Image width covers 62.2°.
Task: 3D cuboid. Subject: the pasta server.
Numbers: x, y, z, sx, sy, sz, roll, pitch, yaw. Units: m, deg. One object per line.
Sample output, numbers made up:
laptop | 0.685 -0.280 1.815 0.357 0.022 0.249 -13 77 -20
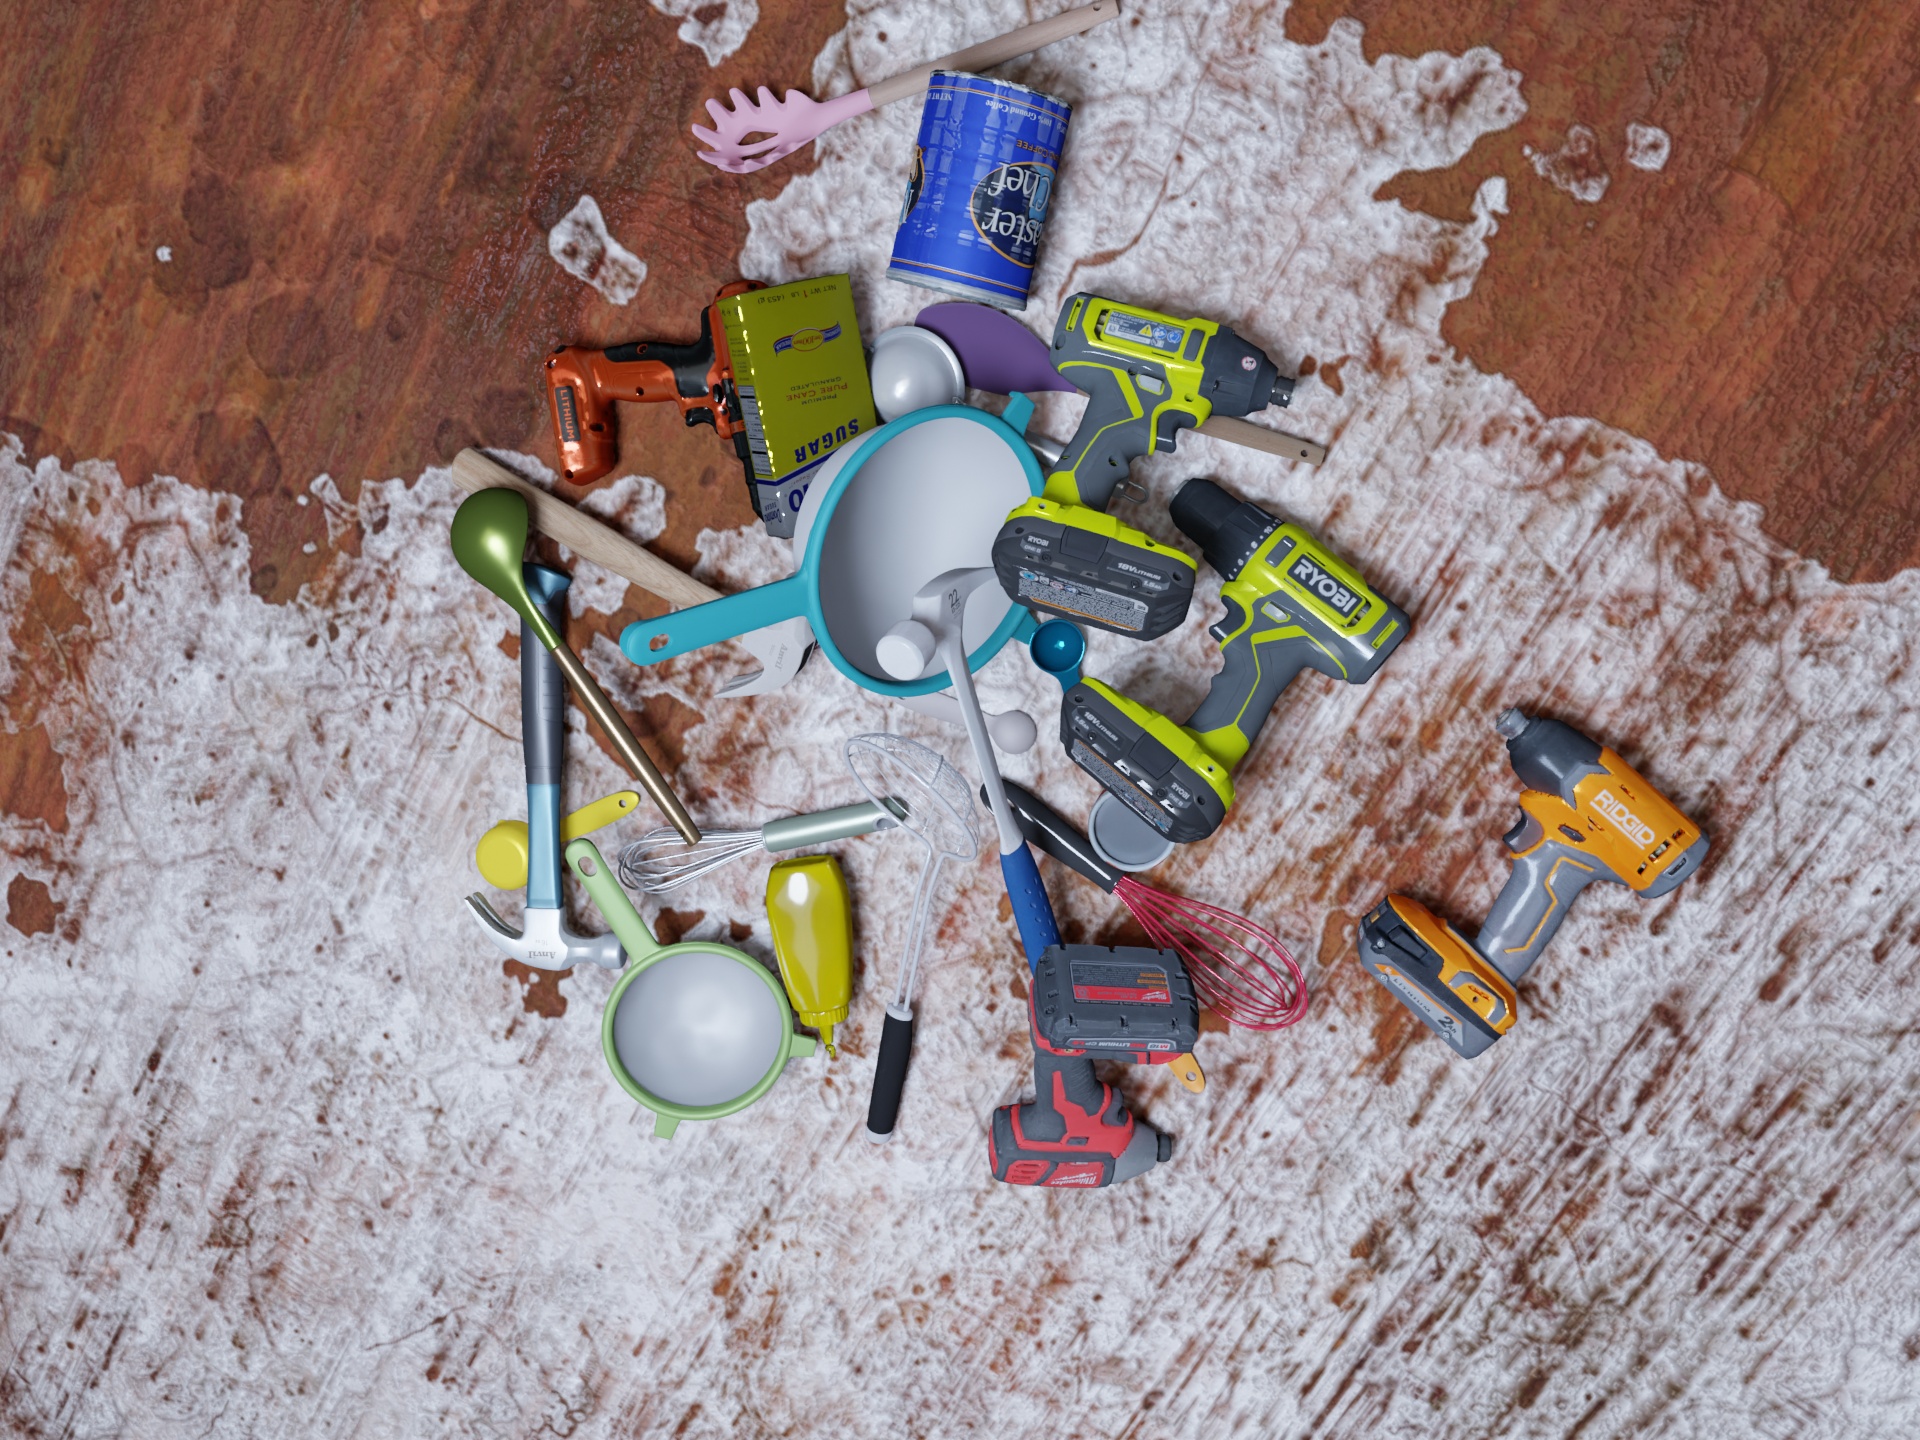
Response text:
pasta server | -0.041 -0.459 1.139 0.316 0.040 0.060 -15 79 14

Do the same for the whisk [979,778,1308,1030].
whisk | 0.136 0.133 1.202 0.296 0.073 0.073 35 106 11

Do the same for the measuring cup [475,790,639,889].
measuring cup | -0.335 0.095 1.316 0.156 0.029 0.062 -24 94 17

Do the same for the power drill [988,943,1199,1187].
power drill | 0.105 0.270 1.190 0.143 0.079 0.219 4 129 -7

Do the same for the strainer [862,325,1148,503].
strainer | 0.021 -0.217 1.171 0.258 0.050 0.086 25 121 4

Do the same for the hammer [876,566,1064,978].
hammer | 0.037 0.076 1.148 0.035 0.144 0.405 1 124 29

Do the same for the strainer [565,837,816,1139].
strainer | -0.238 0.198 1.280 0.151 0.069 0.256 -31 101 1

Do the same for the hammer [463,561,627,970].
hammer | -0.336 0.037 1.288 0.128 0.033 0.331 1 95 3

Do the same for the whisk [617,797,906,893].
whisk | -0.161 0.095 1.272 0.246 0.059 0.057 -12 134 11

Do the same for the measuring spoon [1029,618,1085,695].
measuring spoon | 0.087 -0.018 1.207 0.042 0.021 0.128 -21 104 2

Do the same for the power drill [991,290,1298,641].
power drill | 0.124 -0.176 1.083 0.171 0.080 0.223 17 71 8

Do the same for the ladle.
ladle | -0.291 -0.040 1.241 0.078 0.062 0.320 -29 98 36

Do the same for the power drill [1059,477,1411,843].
power drill | 0.174 -0.047 1.112 0.191 0.080 0.228 40 78 12

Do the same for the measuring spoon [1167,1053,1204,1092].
measuring spoon | 0.157 0.241 1.242 0.021 0.011 0.117 -31 96 16

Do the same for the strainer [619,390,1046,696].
strainer | -0.094 -0.110 1.107 0.095 0.340 0.210 31 133 46

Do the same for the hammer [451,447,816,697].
hammer | -0.260 -0.124 1.243 0.331 0.031 0.130 29 127 12

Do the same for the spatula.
spatula | 0.111 -0.239 1.155 0.316 0.018 0.059 20 111 10

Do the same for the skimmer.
skimmer | -0.058 0.179 1.221 0.127 0.090 0.363 26 116 36

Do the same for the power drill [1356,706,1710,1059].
power drill | 0.387 0.109 1.127 0.164 0.084 0.226 43 102 3

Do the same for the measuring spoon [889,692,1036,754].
measuring spoon | -0.002 -0.004 1.226 0.124 0.018 0.034 19 104 10
